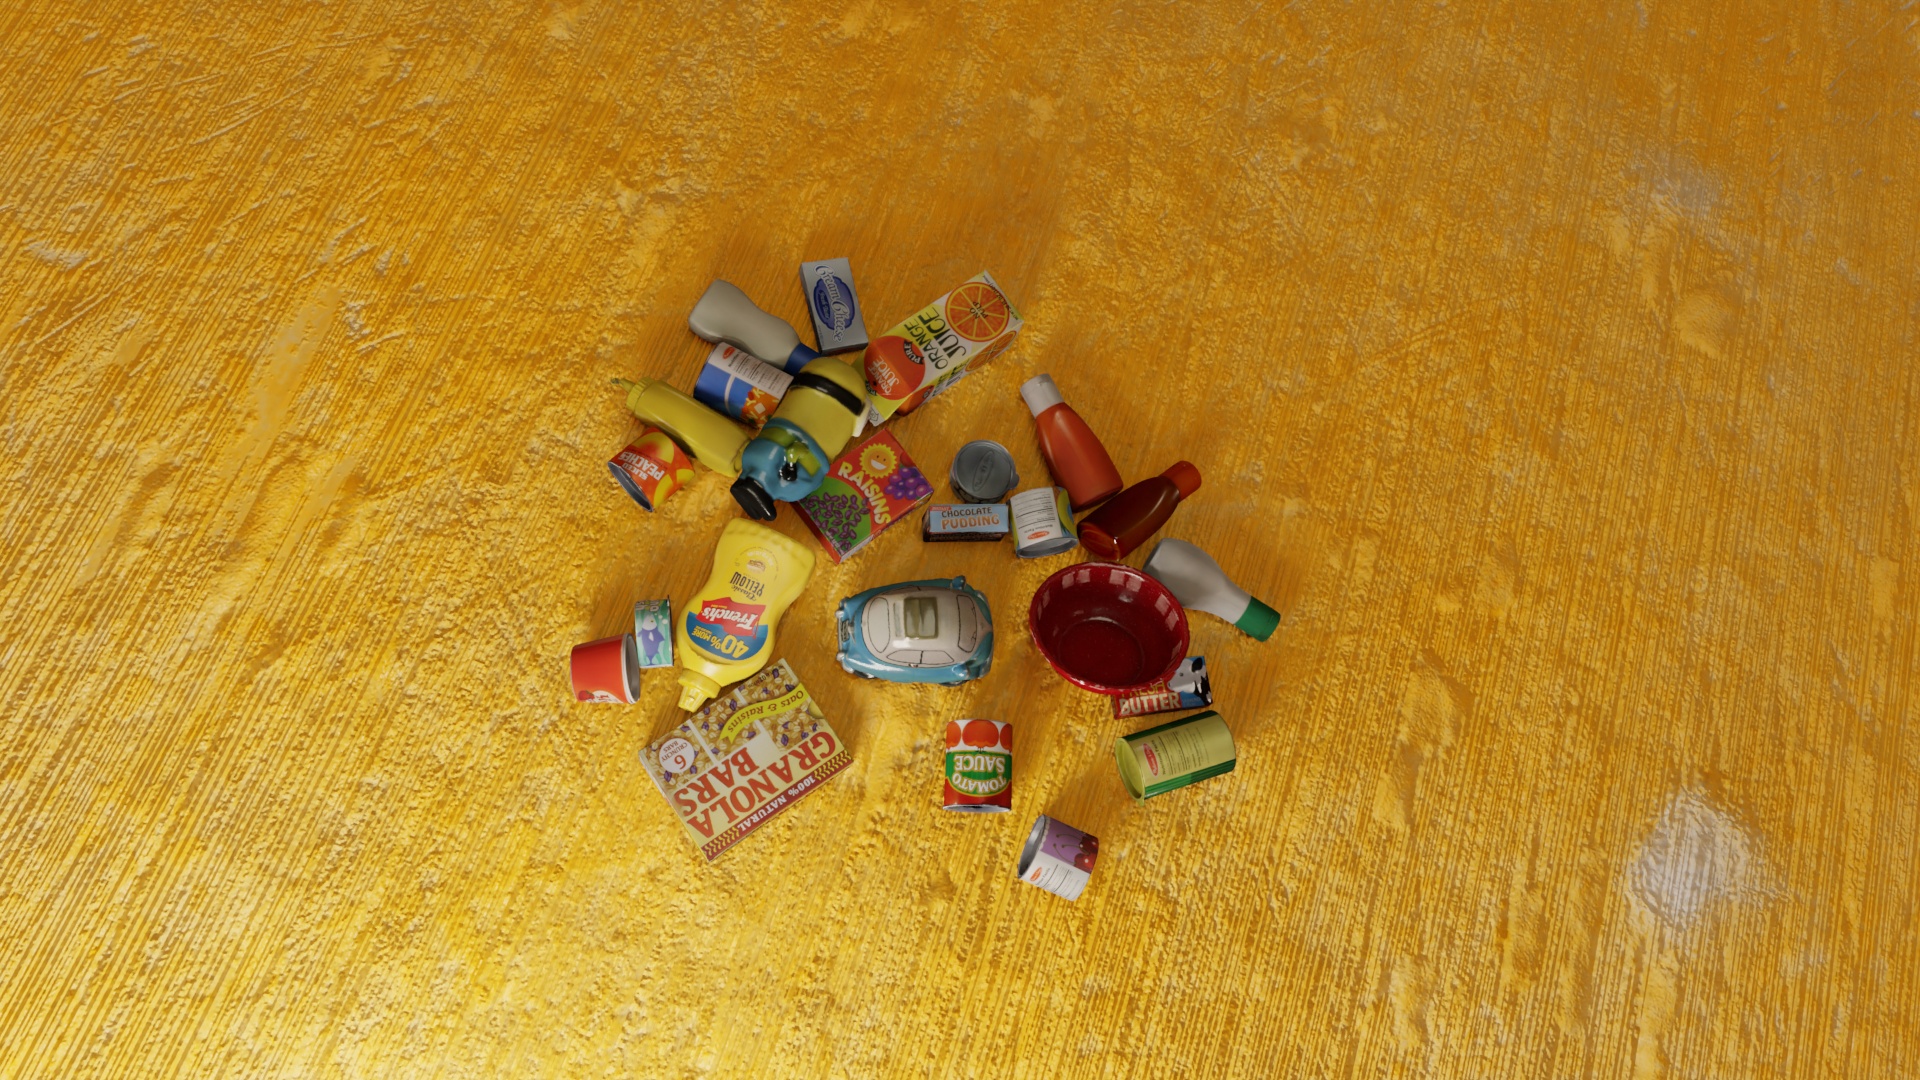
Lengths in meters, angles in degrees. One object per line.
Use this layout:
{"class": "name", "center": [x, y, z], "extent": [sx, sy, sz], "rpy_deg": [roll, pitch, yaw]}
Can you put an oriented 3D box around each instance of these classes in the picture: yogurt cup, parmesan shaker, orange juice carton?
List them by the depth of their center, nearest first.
{"class": "yogurt cup", "center": [-0.337, 0.123, 1.316], "extent": [0.054, 0.072, 0.072], "rpy_deg": [-6, 75, -3]}
{"class": "parmesan shaker", "center": [0.215, 0.217, 1.384], "extent": [0.103, 0.071, 0.071], "rpy_deg": [-14, 77, -14]}
{"class": "orange juice carton", "center": [-0.033, -0.197, 1.459], "extent": [0.193, 0.073, 0.072], "rpy_deg": [-35, 83, -17]}

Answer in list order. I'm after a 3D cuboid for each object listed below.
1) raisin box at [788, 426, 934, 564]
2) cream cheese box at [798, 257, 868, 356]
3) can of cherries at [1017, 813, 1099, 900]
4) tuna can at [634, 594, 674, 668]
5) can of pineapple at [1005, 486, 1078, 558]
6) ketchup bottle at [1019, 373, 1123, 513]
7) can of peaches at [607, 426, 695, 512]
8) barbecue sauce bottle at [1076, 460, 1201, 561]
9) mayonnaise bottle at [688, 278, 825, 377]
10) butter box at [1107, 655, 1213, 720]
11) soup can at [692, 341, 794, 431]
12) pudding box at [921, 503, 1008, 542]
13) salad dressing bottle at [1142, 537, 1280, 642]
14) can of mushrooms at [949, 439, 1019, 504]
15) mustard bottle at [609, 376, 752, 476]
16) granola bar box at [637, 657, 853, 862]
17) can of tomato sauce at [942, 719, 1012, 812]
{"class": "raisin box", "center": [-0.101, -0.046, 1.420], "extent": [0.124, 0.040, 0.086], "rpy_deg": [-35, 82, -18]}
{"class": "cream cheese box", "center": [-0.135, -0.249, 1.482], "extent": [0.053, 0.024, 0.104], "rpy_deg": [-11, 76, -15]}
{"class": "can of cherries", "center": [0.095, 0.303, 1.338], "extent": [0.058, 0.071, 0.072], "rpy_deg": [23, 71, -3]}
{"class": "tuna can", "center": [-0.293, 0.087, 1.330], "extent": [0.033, 0.071, 0.071], "rpy_deg": [-4, 75, -10]}
{"class": "can of pineapple", "center": [0.084, -0.018, 1.432], "extent": [0.071, 0.070, 0.058], "rpy_deg": [-8, 75, -12]}
{"class": "ketchup bottle", "center": [0.113, -0.106, 1.473], "extent": [0.065, 0.043, 0.149], "rpy_deg": [-24, 79, -18]}
{"class": "can of peaches", "center": [-0.306, -0.072, 1.374], "extent": [0.071, 0.071, 0.058], "rpy_deg": [46, 71, 5]}
{"class": "barbecue sauce bottle", "center": [0.192, -0.034, 1.454], "extent": [0.149, 0.043, 0.065], "rpy_deg": [-35, 37, -29]}
{"class": "mayonnaise bottle", "center": [-0.207, -0.210, 1.450], "extent": [0.148, 0.041, 0.065], "rpy_deg": [32, 72, -1]}
{"class": "butter box", "center": [0.203, 0.150, 1.423], "extent": [0.104, 0.024, 0.053], "rpy_deg": [-6, 74, -12]}
{"class": "soup can", "center": [-0.222, -0.154, 1.419], "extent": [0.084, 0.071, 0.071], "rpy_deg": [27, 71, -2]}
{"class": "pudding box", "center": [0.005, -0.018, 1.425], "extent": [0.084, 0.049, 0.030], "rpy_deg": [-1, 76, -10]}
{"class": "salad dressing bottle", "center": [0.263, 0.053, 1.454], "extent": [0.148, 0.044, 0.064], "rpy_deg": [32, 69, -1]}
{"class": "can of mushrooms", "center": [0.025, -0.068, 1.452], "extent": [0.071, 0.033, 0.071], "rpy_deg": [3, 73, -9]}
{"class": "mustard bottle", "center": [-0.285, -0.124, 1.399], "extent": [0.160, 0.065, 0.049], "rpy_deg": [33, 75, 5]}
{"class": "granola bar box", "center": [-0.204, 0.209, 1.326], "extent": [0.166, 0.039, 0.124], "rpy_deg": [-33, 82, -17]}
{"class": "can of tomato sauce", "center": [0.018, 0.219, 1.346], "extent": [0.071, 0.071, 0.083], "rpy_deg": [5, 73, -9]}
